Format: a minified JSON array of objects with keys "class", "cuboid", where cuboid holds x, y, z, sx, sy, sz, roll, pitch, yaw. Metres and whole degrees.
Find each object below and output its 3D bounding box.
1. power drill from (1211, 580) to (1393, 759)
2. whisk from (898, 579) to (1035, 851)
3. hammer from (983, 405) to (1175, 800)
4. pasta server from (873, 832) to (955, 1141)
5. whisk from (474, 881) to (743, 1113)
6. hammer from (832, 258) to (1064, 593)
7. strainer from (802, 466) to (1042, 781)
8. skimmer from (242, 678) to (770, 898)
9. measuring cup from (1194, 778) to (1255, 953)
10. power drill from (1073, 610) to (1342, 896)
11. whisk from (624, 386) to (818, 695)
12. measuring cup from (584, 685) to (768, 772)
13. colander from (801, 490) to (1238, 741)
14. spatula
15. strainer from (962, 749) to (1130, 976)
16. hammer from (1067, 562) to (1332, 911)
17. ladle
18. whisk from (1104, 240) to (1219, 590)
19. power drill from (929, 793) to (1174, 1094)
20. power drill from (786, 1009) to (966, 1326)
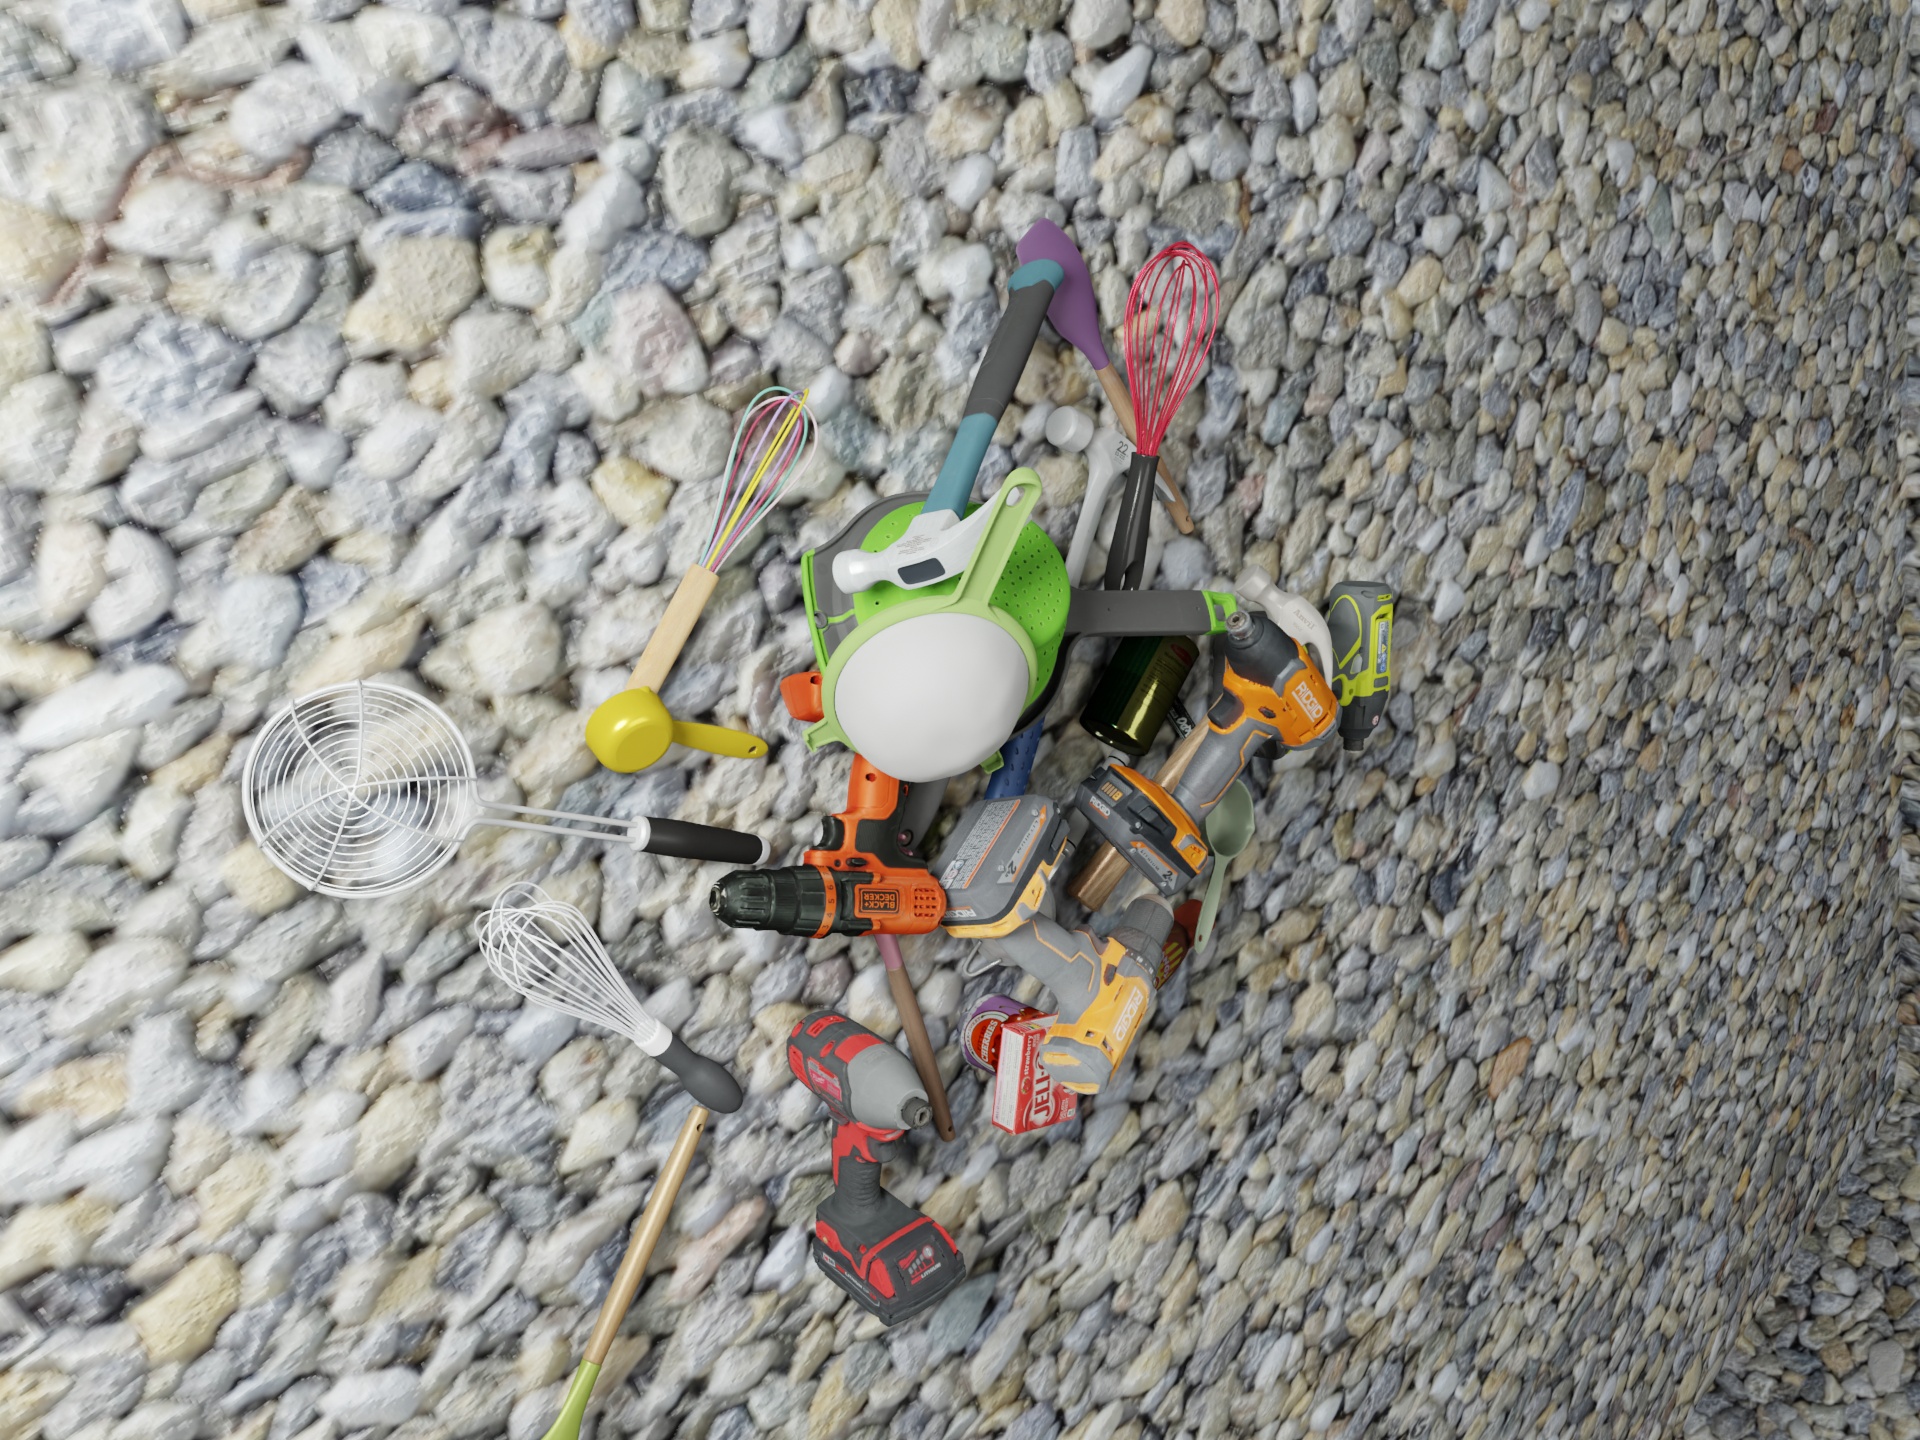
[{"class":"power drill","cuboid":[0.340,-0.039,1.536,0.223,0.080,0.171,-12,107,-44]},{"class":"whisk","cuboid":[-0.003,-0.004,1.251,0.055,0.055,0.239,25,87,-43]},{"class":"hammer","cuboid":[0.073,-0.043,1.316,0.144,0.035,0.405,19,87,-43]},{"class":"pasta server","cuboid":[-0.041,0.219,1.273,0.060,0.040,0.316,-33,122,-32]},{"class":"whisk","cuboid":[-0.229,0.200,1.088,0.070,0.070,0.284,-55,135,-18]},{"class":"hammer","cuboid":[0.016,-0.220,1.136,0.033,0.128,0.331,55,41,-39]},{"class":"strainer","cuboid":[0.004,-0.044,1.039,0.151,0.069,0.256,8,130,-22]},{"class":"skimmer","cuboid":[-0.273,0.061,1.029,0.363,0.090,0.127,16,83,-54]},{"class":"measuring cup","cuboid":[0.228,0.133,1.485,0.083,0.038,0.168,24,76,-42]},{"class":"power drill","cuboid":[0.204,0.019,1.318,0.226,0.084,0.164,-46,133,-2]},{"class":"whisk","cuboid":[-0.163,-0.121,1.077,0.051,0.047,0.245,34,80,-43]},{"class":"measuring cup","cuboid":[-0.185,0.017,1.087,0.156,0.029,0.062,13,119,-49]},{"class":"colander","cuboid":[0.080,-0.093,1.192,0.397,0.094,0.205,-3,73,-33]},{"class":"spatula","cuboid":[0.130,-0.277,1.323,0.060,0.018,0.315,-51,128,-23]},{"class":"strainer","cuboid":[0.085,0.114,1.364,0.086,0.050,0.258,45,66,-24]},{"class":"hammer","cuboid":[0.209,0.030,1.403,0.130,0.031,0.331,38,89,-13]},{"class":"ladle","cuboid":[-0.257,0.425,1.131,0.078,0.062,0.320,37,68,-40]},{"class":"whisk","cuboid":[0.152,-0.234,1.281,0.073,0.073,0.295,-4,110,-42]},{"class":"power drill","cuboid":[0.085,0.159,1.271,0.226,0.084,0.185,54,50,-25]},{"class":"power drill","cuboid":[-0.063,0.339,1.212,0.078,0.143,0.219,-22,117,-35]}]
